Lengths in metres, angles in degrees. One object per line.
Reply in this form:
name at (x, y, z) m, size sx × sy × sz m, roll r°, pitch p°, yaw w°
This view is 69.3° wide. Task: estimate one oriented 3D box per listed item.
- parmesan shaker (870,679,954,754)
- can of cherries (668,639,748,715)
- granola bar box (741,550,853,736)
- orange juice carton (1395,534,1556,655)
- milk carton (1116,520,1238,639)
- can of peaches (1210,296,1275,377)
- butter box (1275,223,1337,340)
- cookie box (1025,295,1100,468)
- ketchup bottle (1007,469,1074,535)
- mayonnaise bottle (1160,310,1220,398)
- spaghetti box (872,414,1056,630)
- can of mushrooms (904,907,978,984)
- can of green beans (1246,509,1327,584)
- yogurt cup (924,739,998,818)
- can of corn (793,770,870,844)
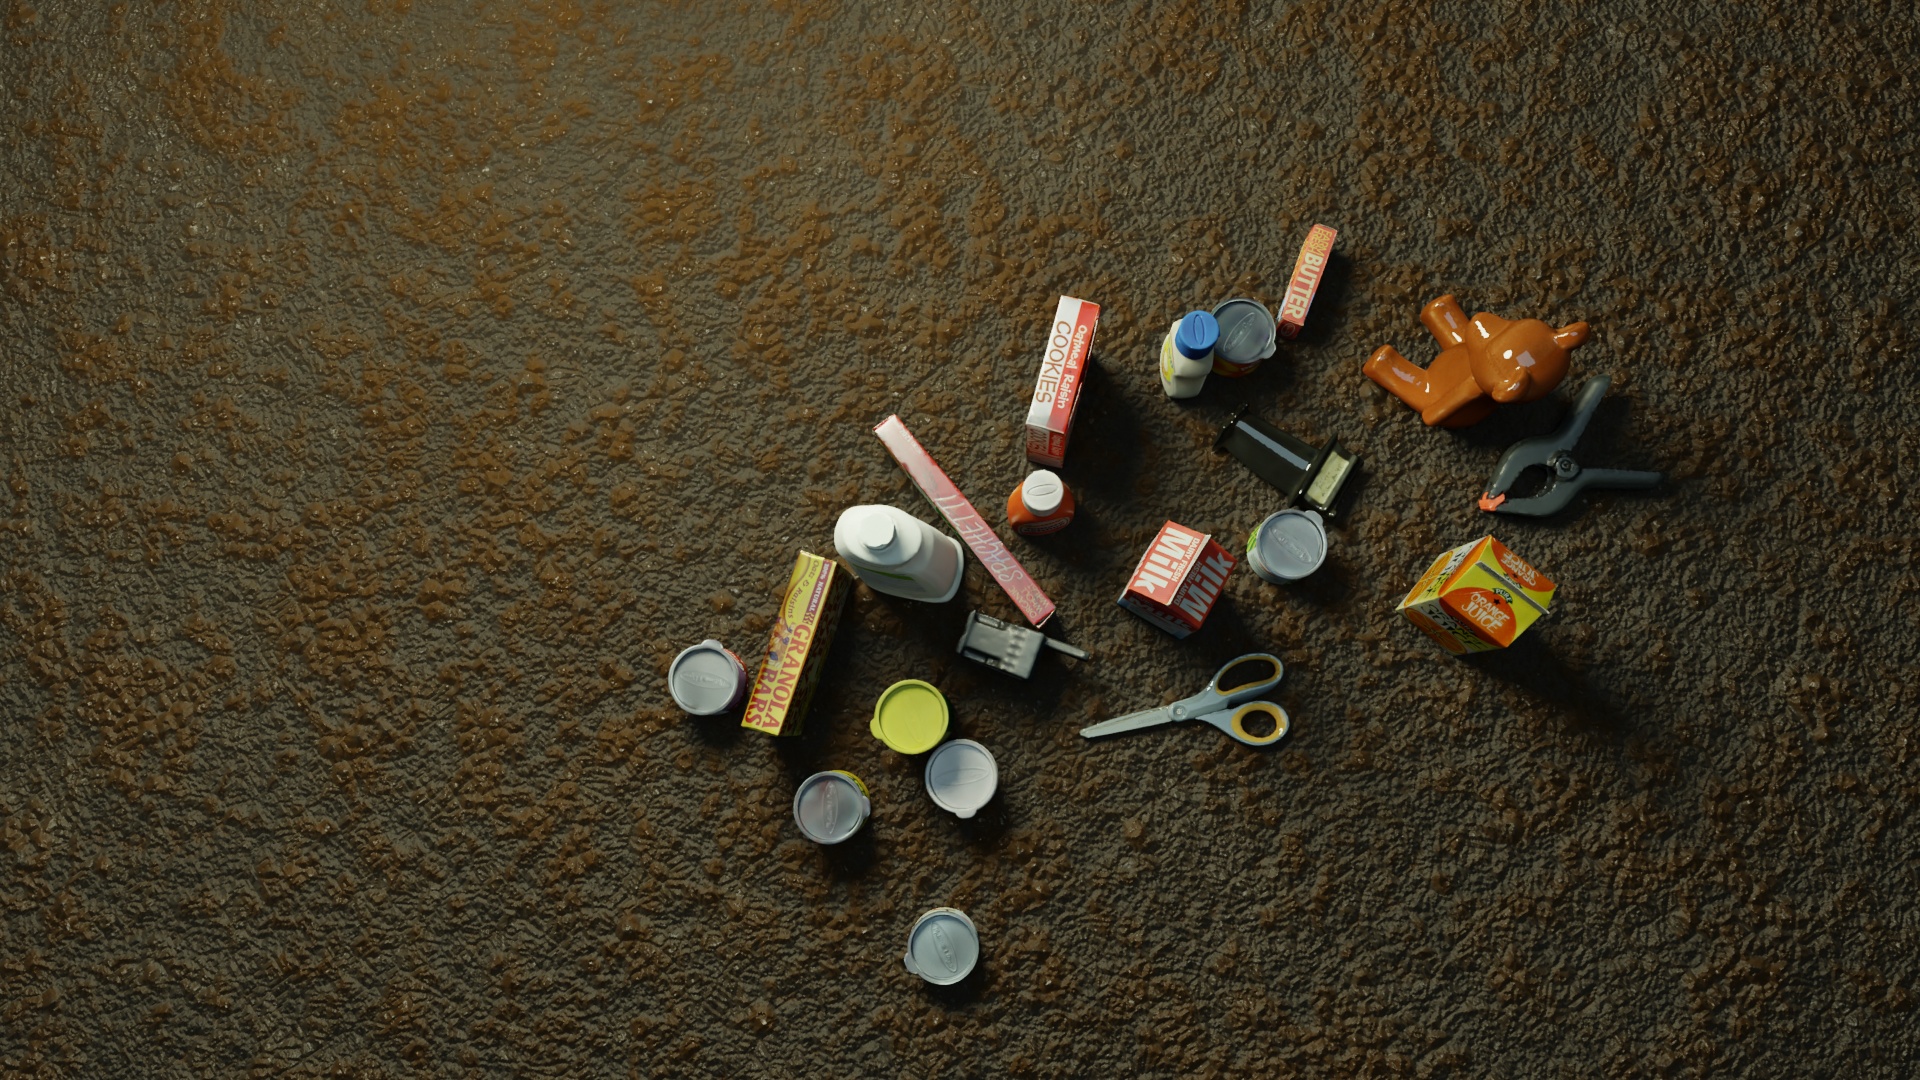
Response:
parmesan shaker at (-0.044, 0.165, 1.292) m, size 0.071 × 0.103 × 0.071 m, roll 0°, pitch 82°, yaw 3°
can of cherries at (-0.238, 0.131, 1.327) m, size 0.071 × 0.058 × 0.071 m, roll 0°, pitch 82°, yaw 2°
granola bar box at (-0.148, 0.099, 1.295) m, size 0.039 × 0.124 × 0.165 m, roll 17°, pitch 83°, yaw 5°
orange juice carton at (0.463, 0.050, 1.241) m, size 0.072 × 0.192 × 0.073 m, roll 40°, pitch 86°, yaw 7°
milk carton at (0.195, 0.037, 1.255) m, size 0.073 × 0.190 × 0.072 m, roll 30°, pitch 85°, yaw 6°
can of peaches at (0.270, -0.195, 1.352) m, size 0.071 × 0.058 × 0.071 m, roll 0°, pitch 82°, yaw 2°
butter box at (0.337, -0.253, 1.360) m, size 0.024 × 0.053 × 0.103 m, roll 20°, pitch 83°, yaw 5°
cookie box at (0.095, -0.144, 1.297) m, size 0.040 × 0.167 × 0.123 m, roll 15°, pitch 83°, yaw 4°
ketchup bottle at (0.075, -0.036, 1.292) m, size 0.065 × 0.148 × 0.043 m, roll -10°, pitch 82°, yaw 1°
mayonnaise bottle at (0.215, -0.178, 1.306) m, size 0.041 × 0.148 × 0.065 m, roll -5°, pitch 82°, yaw 2°
spaghetti box at (0.005, -0.017, 1.342) m, size 0.029 × 0.050 × 0.250 m, roll -39°, pitch 82°, yaw -3°
can of mushrooms at (-0.018, 0.378, 1.296) m, size 0.071 × 0.033 × 0.071 m, roll 0°, pitch 82°, yaw 2°
can of green beans at (0.310, 0.007, 1.322) m, size 0.071 × 0.057 × 0.071 m, roll 0°, pitch 82°, yaw 2°
yogurt cup at (0.002, 0.221, 1.307) m, size 0.072 × 0.054 × 0.072 m, roll 0°, pitch 82°, yaw 2°
can of corn at (-0.117, 0.250, 1.305) m, size 0.071 × 0.058 × 0.071 m, roll 0°, pitch 82°, yaw 2°
